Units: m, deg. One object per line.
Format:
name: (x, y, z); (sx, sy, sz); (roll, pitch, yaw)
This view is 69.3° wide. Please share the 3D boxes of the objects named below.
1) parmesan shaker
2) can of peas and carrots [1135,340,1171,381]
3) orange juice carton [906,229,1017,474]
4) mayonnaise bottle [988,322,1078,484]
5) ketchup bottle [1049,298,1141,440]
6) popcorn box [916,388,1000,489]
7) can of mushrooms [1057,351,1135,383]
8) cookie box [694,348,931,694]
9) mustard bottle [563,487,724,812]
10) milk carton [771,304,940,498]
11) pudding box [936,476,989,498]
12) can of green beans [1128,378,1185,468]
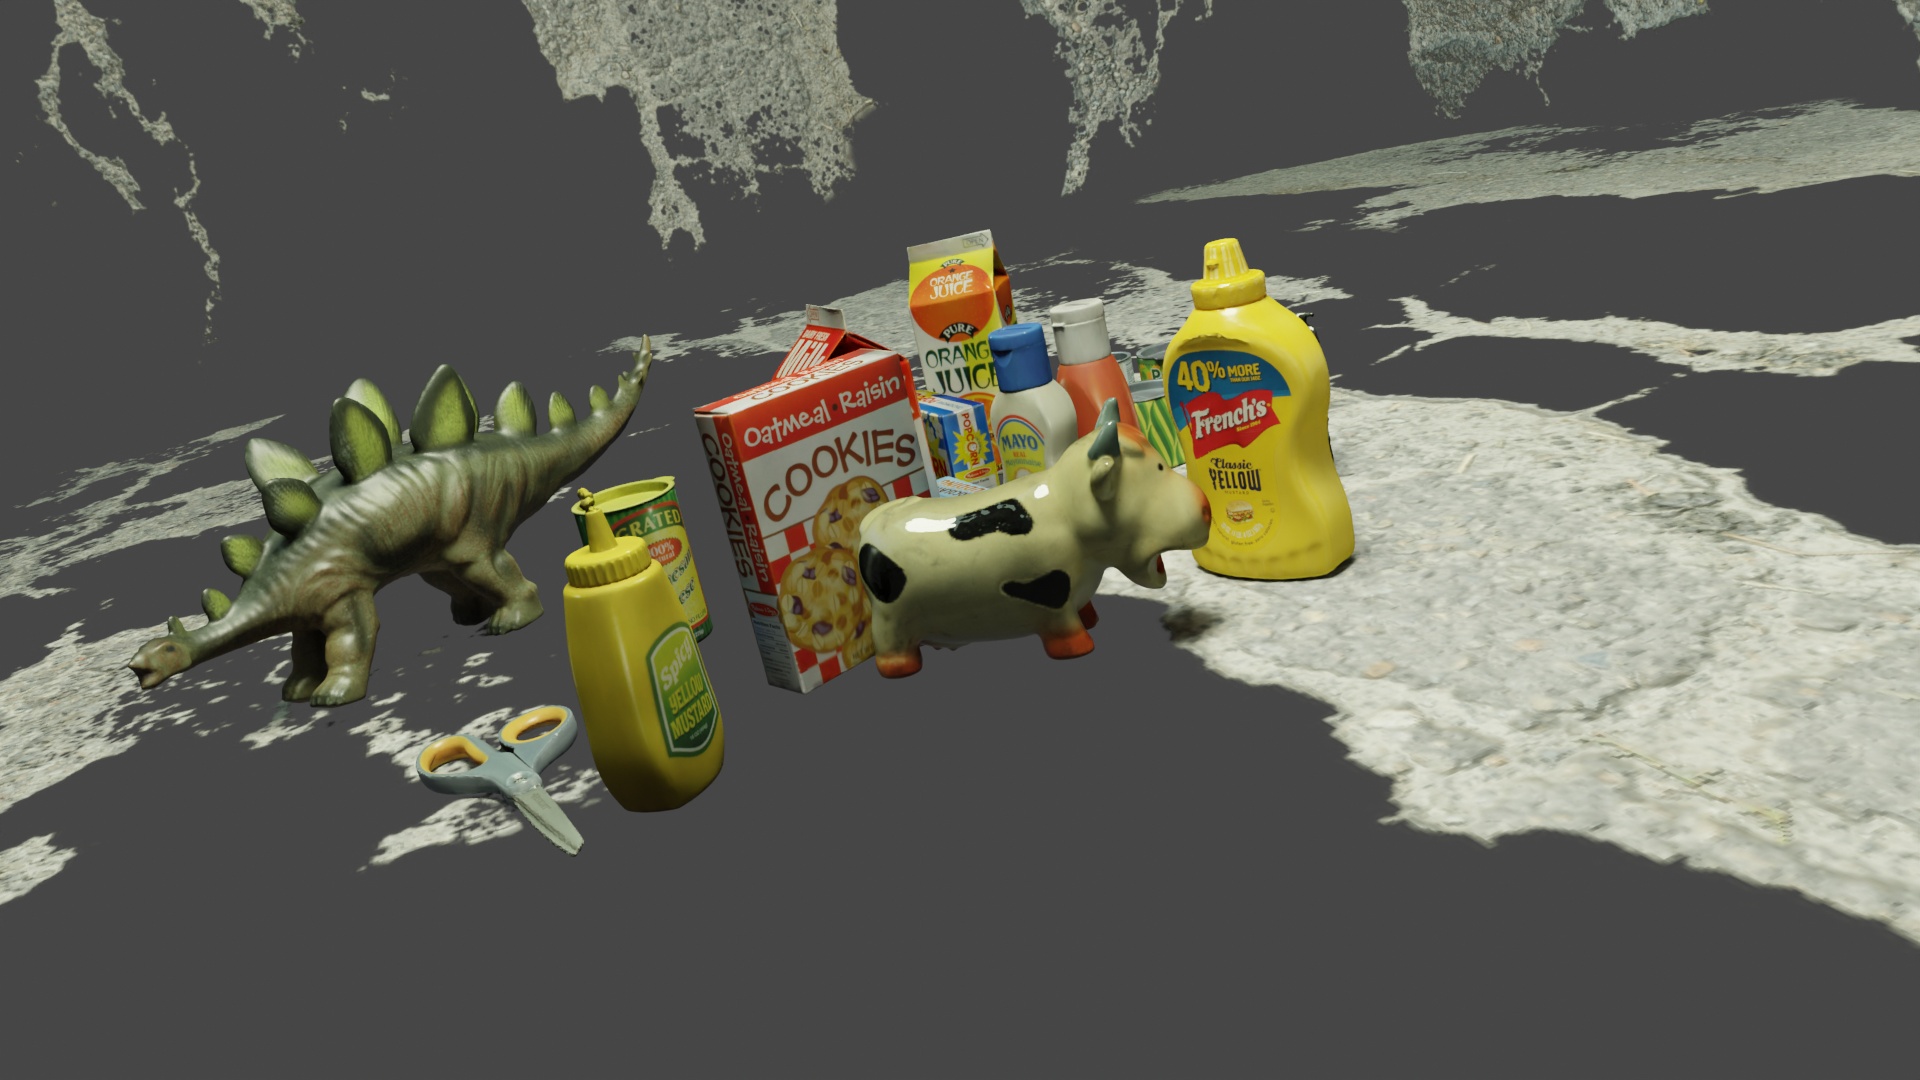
parmesan shaker: (-0.203, 0.018, 0.903); (0.071, 0.102, 0.071); (-12, 17, 4)
can of peas and carrots: (0.187, -0.137, 1.187); (0.071, 0.058, 0.071); (-12, 17, 4)
orange juice carton: (0.010, -0.151, 1.131); (0.072, 0.192, 0.073); (-8, 17, 14)
mayonnaise bottle: (0.050, -0.068, 0.918); (0.064, 0.147, 0.041); (4, 23, 43)
ketchup bottle: (0.092, -0.089, 0.954); (0.044, 0.148, 0.065); (-24, 20, -33)
popcorn box: (-0.016, -0.067, 1.067); (0.038, 0.085, 0.127); (-19, 18, -21)
can of mushrooms: (0.131, -0.157, 1.330); (0.071, 0.033, 0.071); (-12, 17, 4)
cookie box: (-0.075, -0.014, 0.805); (0.123, 0.167, 0.040); (-27, 22, -38)
mustard bottle: (-0.159, 0.051, 0.673); (0.049, 0.159, 0.065); (-6, 18, 22)
milk carton: (-0.066, -0.058, 0.898); (0.074, 0.190, 0.072); (-20, 18, -22)
pudding box: (0.003, -0.012, 0.940); (0.030, 0.049, 0.084); (-21, 19, -24)
can of green beans: (0.142, -0.088, 1.066); (0.071, 0.057, 0.071); (-12, 17, 4)
